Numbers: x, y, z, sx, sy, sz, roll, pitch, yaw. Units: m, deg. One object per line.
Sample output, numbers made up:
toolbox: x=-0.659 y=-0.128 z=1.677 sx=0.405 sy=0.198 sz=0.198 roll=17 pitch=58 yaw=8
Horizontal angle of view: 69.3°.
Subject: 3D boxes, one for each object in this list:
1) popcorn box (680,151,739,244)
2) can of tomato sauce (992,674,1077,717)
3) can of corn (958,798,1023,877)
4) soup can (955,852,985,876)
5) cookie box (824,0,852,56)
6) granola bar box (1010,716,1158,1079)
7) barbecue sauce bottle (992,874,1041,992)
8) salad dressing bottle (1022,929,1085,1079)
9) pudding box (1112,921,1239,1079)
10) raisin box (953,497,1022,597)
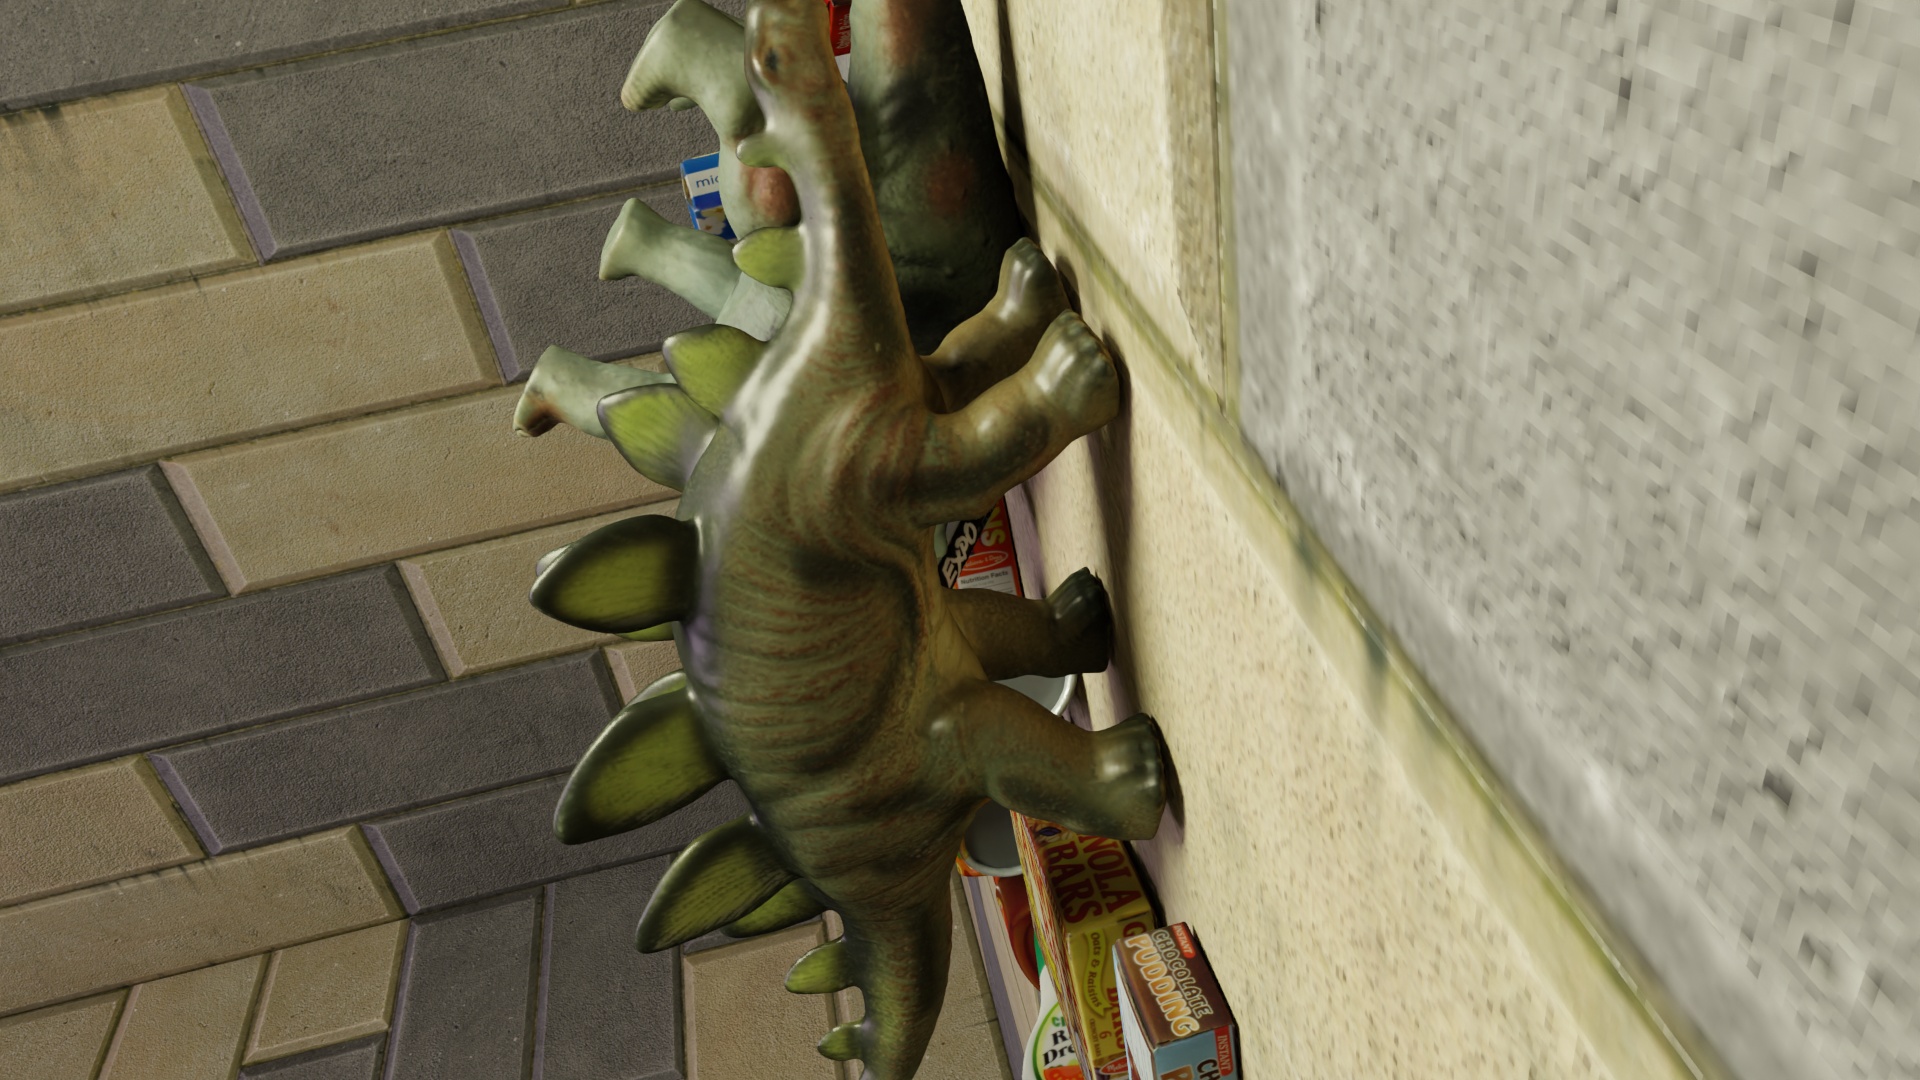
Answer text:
popcorn box: x=-0.073 y=-0.169 z=0.719 sx=0.084 sy=0.127 sz=0.038 roll=85 pitch=168 yaw=-60
can of tomato sauce: x=0.014 y=0.059 z=0.647 sx=0.083 sy=0.071 sz=0.071 roll=170 pitch=87 yaw=-85
can of corn: x=0.024 y=0.152 z=0.817 sx=0.058 sy=0.071 sz=0.070 roll=-113 pitch=11 yaw=-61
soup can: x=0.018 y=0.167 z=0.894 sx=0.071 sy=0.071 sz=0.084 roll=137 pitch=120 yaw=-84
cookie box: x=-0.072 y=-0.352 z=0.728 sx=0.123 sy=0.040 sz=0.167 roll=-133 pitch=31 yaw=-81
granola bar box: x=0.058 y=0.172 z=0.631 sx=0.166 sy=0.039 sz=0.123 roll=-114 pitch=11 yaw=-68
barbecue sauce bottle: x=0.047 y=0.234 z=0.884 sx=0.065 sy=0.044 sz=0.148 roll=62 pitch=178 yaw=-7
salad dressing bottle: x=0.060 y=0.242 z=0.688 sx=0.148 sy=0.064 sz=0.043 roll=-95 pitch=0 yaw=-64
pudding box: x=0.076 y=0.182 z=0.486 sx=0.050 sy=0.030 sz=0.083 roll=-113 pitch=11 yaw=-59
raisin box: x=0.003 y=-0.010 z=0.785 sx=0.086 sy=0.040 sz=0.123 roll=-119 pitch=17 yaw=-77
